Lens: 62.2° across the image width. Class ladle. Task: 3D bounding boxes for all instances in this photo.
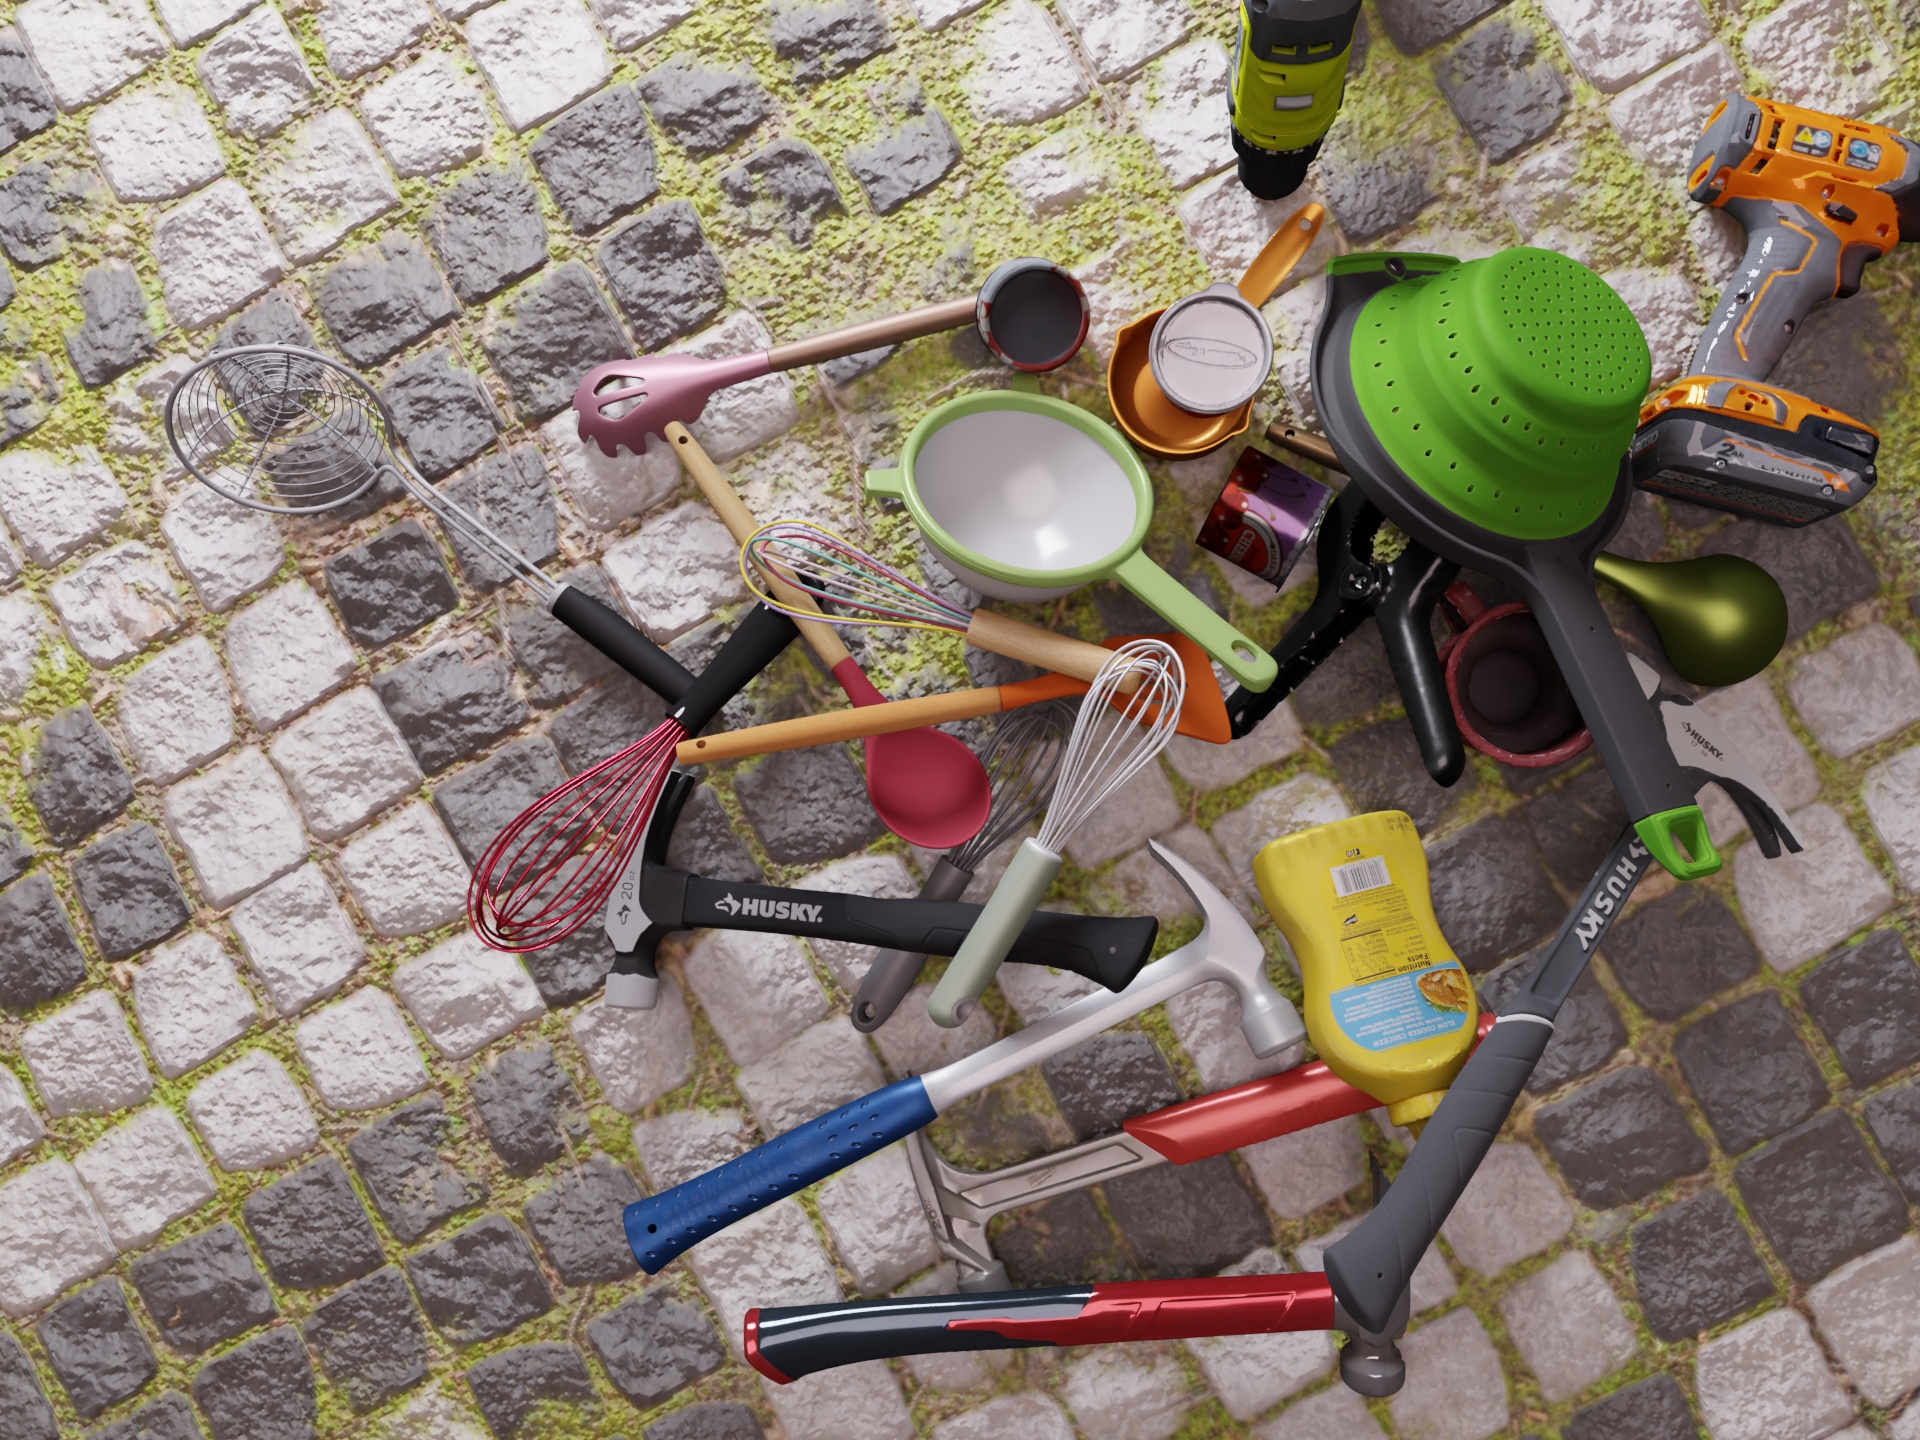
[{"bbox_3d":[0.330,-0.109,0.944,0.320,0.062,0.078,25,90,12],"label":"ladle"},{"bbox_3d":[-0.087,-0.054,0.952,0.069,0.031,0.315,-33,81,-16],"label":"ladle"}]

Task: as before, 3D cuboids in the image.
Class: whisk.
[{"bbox_3d":[-0.013,-0.065,0.912,0.245,0.051,0.047,18,54,8],"label":"whisk"},{"bbox_3d":[0.050,0.064,0.874,0.059,0.057,0.246,36,98,40],"label":"whisk"},{"bbox_3d":[-0.179,0.018,0.943,0.073,0.073,0.296,38,72,4],"label":"whisk"},{"bbox_3d":[0.001,0.091,0.966,0.055,0.055,0.239,32,97,4],"label":"whisk"}]

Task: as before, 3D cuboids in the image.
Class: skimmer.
[{"bbox_3d":[-0.310,-0.099,0.971,0.363,0.090,0.127,37,126,2],"label":"skimmer"}]

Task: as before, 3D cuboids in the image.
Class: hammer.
[{"bbox_3d":[0.147,0.234,0.955,0.359,0.036,0.149,-19,88,5],"label":"hammer"},{"bbox_3d":[-0.011,0.210,0.936,0.405,0.035,0.144,-26,73,-1],"label":"hammer"},{"bbox_3d":[0.322,0.154,0.871,0.149,0.036,0.409,40,71,0],"label":"hammer"},{"bbox_3d":[-0.051,0.112,0.936,0.335,0.035,0.146,4,82,17],"label":"hammer"},{"bbox_3d":[0.066,0.333,0.928,0.386,0.038,0.143,-3,102,0],"label":"hammer"}]

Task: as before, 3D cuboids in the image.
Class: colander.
[{"bbox_3d":[0.326,-0.113,0.838,0.204,0.094,0.397,-9,69,-26],"label":"colander"}]

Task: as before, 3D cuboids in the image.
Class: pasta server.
[{"bbox_3d":[-0.091,-0.228,0.985,0.316,0.040,0.060,-14,88,1],"label":"pasta server"}]

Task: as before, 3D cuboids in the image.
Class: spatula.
[{"bbox_3d":[-0.001,-0.003,0.921,0.322,0.041,0.081,-10,59,-7],"label":"spatula"}]

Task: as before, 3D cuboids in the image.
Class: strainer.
[{"bbox_3d":[0.073,-0.088,0.928,0.256,0.069,0.151,40,57,15],"label":"strainer"}]

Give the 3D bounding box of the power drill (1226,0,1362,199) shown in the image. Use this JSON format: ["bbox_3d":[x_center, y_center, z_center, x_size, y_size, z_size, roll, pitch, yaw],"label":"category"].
[{"bbox_3d":[0.180,-0.429,0.897,0.080,0.190,0.229,-1,75,5],"label":"power drill"}]

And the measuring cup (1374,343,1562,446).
[{"bbox_3d":[0.296,-0.189,0.954,0.156,0.029,0.062,16,91,-7],"label":"measuring cup"}]

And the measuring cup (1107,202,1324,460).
[{"bbox_3d":[0.157,-0.232,0.949,0.095,0.052,0.173,39,91,4],"label":"measuring cup"}]

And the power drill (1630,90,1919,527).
[{"bbox_3d":[0.486,-0.231,0.906,0.164,0.084,0.226,15,87,4],"label":"power drill"}]
